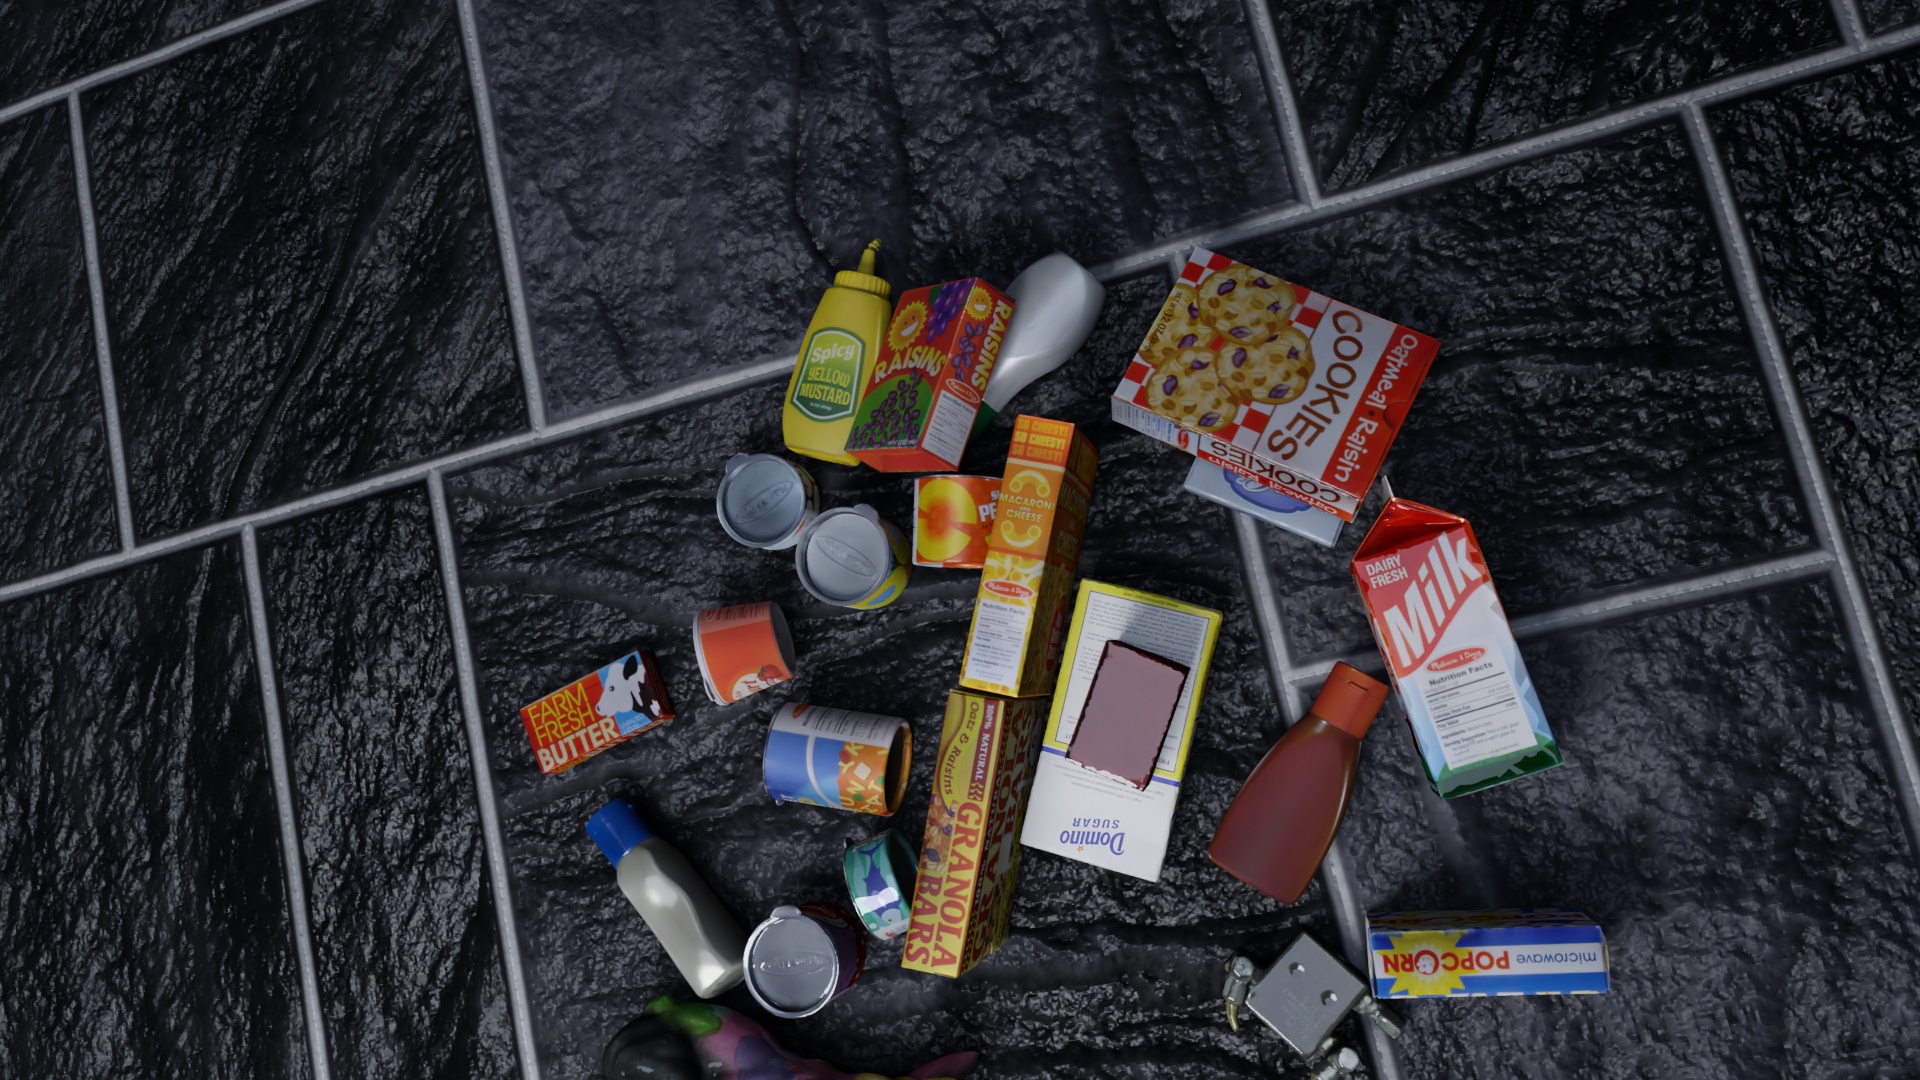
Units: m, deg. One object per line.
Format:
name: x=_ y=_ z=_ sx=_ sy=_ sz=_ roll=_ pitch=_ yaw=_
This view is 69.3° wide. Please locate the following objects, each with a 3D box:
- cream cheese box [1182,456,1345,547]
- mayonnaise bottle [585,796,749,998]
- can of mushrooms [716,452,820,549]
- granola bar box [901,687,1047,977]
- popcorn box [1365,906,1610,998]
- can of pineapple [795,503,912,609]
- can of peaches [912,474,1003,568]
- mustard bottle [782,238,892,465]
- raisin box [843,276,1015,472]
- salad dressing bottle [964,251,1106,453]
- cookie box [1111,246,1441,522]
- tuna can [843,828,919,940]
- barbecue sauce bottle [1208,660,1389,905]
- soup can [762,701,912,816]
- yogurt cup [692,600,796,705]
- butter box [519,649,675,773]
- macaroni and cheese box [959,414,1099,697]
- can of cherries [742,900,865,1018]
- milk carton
cream cheese box: x=0.202 y=-0.039 z=0.898 sx=0.104 sy=0.024 sz=0.053 roll=23 pitch=90 yaw=15
mayonnaise bottle: x=-0.199 y=0.242 z=0.950 sx=0.041 sy=0.064 sz=0.148 roll=-45 pitch=72 yaw=4
can of mushrooms: x=-0.135 y=-0.029 z=0.976 sx=0.071 sy=0.033 sz=0.071 roll=-1 pitch=84 yaw=14
granola bar box: x=0.013 y=0.177 z=0.870 sx=0.039 sy=0.124 sz=0.165 roll=9 pitch=87 yaw=16
popcorn box: x=0.303 y=0.240 z=0.811 sx=0.126 sy=0.085 sz=0.038 roll=-6 pitch=82 yaw=14
can of pineapple: x=-0.070 y=0.012 z=0.943 sx=0.071 sy=0.058 sz=0.071 roll=-1 pitch=84 yaw=14
can of peaches: x=0.003 y=-0.012 z=0.922 sx=0.071 sy=0.071 sz=0.058 roll=1 pitch=85 yaw=14
mustard bottle: x=-0.079 y=-0.135 z=0.966 sx=0.065 sy=0.049 sz=0.160 roll=11 pitch=87 yaw=13
raisin box: x=-0.020 y=-0.108 z=0.917 sx=0.086 sy=0.040 sz=0.123 roll=1 pitch=68 yaw=53
salad dressing bottle: x=0.035 y=-0.126 z=0.940 sx=0.064 sy=0.044 sz=0.147 roll=43 pitch=96 yaw=20
cookie box: x=0.198 y=-0.101 z=0.881 sx=0.167 sy=0.040 sz=0.123 roll=25 pitch=73 yaw=16
tuna can: x=-0.048 y=0.222 z=0.910 sx=0.033 sy=0.071 sz=0.071 roll=-25 pitch=79 yaw=10
barbecue sauce bottle: x=0.216 y=0.148 z=0.865 sx=0.065 sy=0.043 sz=0.148 roll=29 pitch=91 yaw=15
soup can: x=-0.081 y=0.148 z=0.928 sx=0.084 sy=0.071 sz=0.071 roll=6 pitch=86 yaw=14
yogurt cup: x=-0.147 y=0.074 z=0.953 sx=0.054 sy=0.072 sz=0.072 roll=-16 pitch=81 yaw=4
butter box: x=-0.260 y=0.123 z=0.995 sx=0.103 sy=0.024 sz=0.053 roll=-27 pitch=78 yaw=9
macaroni and cheese box: x=0.046 y=0.013 z=0.880 sx=0.040 sy=0.123 sz=0.166 roll=11 pitch=87 yaw=14
can of cherries: x=-0.102 y=0.274 z=0.922 sx=0.071 sy=0.058 sz=0.071 roll=-2 pitch=84 yaw=15
milk carton: x=0.289 y=0.053 z=0.842 sx=0.073 sy=0.072 sz=0.190 roll=-20 pitch=81 yaw=11
